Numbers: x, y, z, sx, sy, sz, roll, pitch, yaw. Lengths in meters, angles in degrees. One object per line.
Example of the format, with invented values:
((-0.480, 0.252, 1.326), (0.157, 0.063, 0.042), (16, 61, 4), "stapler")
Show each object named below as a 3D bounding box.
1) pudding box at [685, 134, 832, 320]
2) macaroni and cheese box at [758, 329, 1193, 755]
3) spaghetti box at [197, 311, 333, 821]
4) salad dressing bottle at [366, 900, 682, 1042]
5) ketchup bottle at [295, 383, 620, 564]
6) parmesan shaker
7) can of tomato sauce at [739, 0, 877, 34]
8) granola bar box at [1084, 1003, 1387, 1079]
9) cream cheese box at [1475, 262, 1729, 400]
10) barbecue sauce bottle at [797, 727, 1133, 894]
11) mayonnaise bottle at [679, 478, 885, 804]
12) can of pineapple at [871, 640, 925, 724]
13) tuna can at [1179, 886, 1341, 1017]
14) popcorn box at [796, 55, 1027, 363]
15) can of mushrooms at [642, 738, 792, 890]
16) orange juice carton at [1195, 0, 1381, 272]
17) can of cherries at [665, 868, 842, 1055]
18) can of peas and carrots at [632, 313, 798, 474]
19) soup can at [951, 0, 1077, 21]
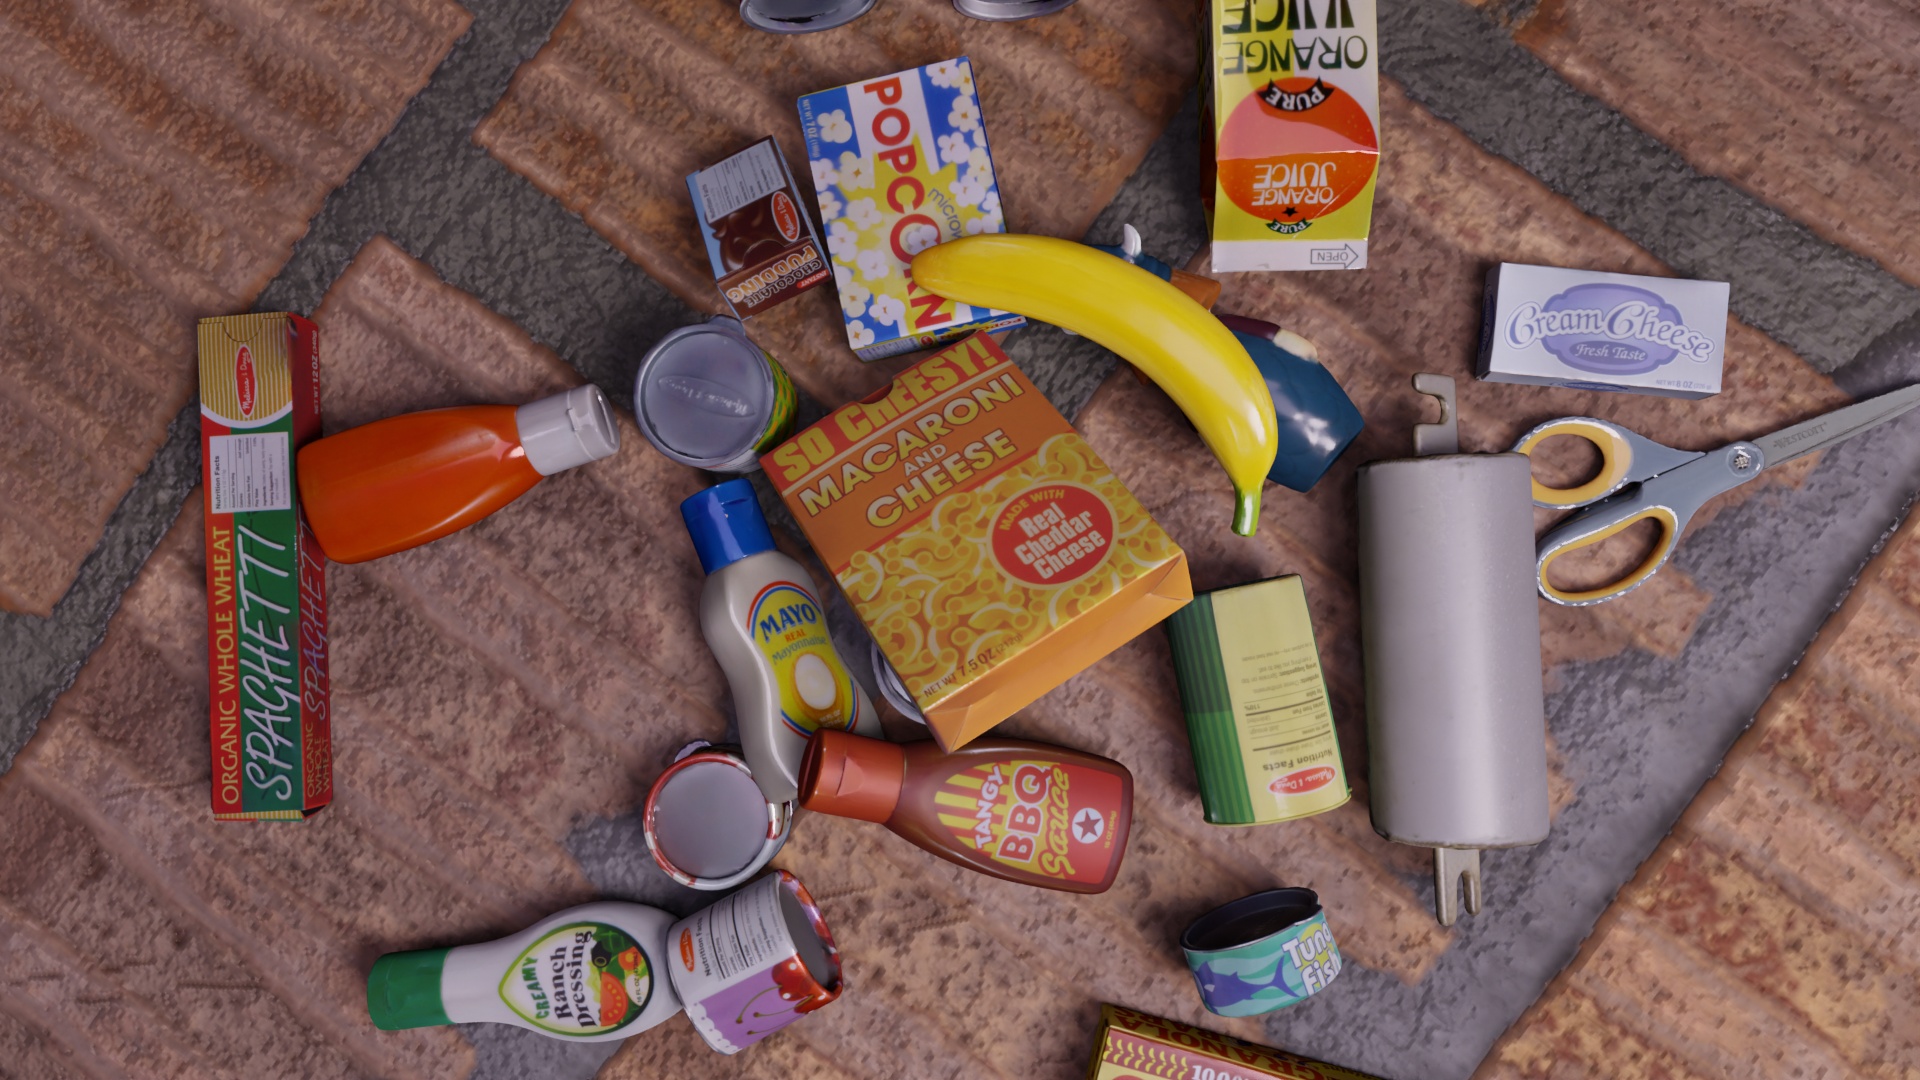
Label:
((-0.096, -0.148, 0.655), (0.049, 0.030, 0.084), (-25, 53, 3), "pudding box")
((0.002, -0.008, 0.604), (0.124, 0.040, 0.167), (-31, 52, -8), "macaroni and cheese box")
((-0.346, 0.013, 0.692), (0.050, 0.028, 0.250), (-3, 88, 5), "spaghetti box")
((-0.206, 0.210, 0.667), (0.148, 0.044, 0.064), (-7, 87, 5), "salad dressing bottle")
((-0.243, -0.038, 0.677), (0.149, 0.043, 0.064), (-17, 88, 4), "ketchup bottle")
((0.135, 0.071, 0.632), (0.071, 0.071, 0.103), (-11, 87, 5), "parmesan shaker")
((-0.078, -0.294, 0.657), (0.071, 0.071, 0.083), (-10, 87, 5), "can of tomato sauce")
((0.132, 0.298, 0.637), (0.166, 0.039, 0.124), (14, 89, 5), "granola bar box")
((0.295, -0.097, 0.642), (0.104, 0.024, 0.053), (6, 88, 5), "cream cheese box")
((0.002, 0.116, 0.625), (0.148, 0.043, 0.065), (15, 83, -18), "barbecue sauce bottle")
((-0.089, 0.045, 0.654), (0.065, 0.041, 0.148), (-19, 84, -40), "mayonnaise bottle")
((-0.006, 0.049, 0.647), (0.071, 0.058, 0.071), (0, 88, 5), "can of pineapple")
((0.137, 0.185, 0.625), (0.071, 0.071, 0.033), (-21, 89, 4), "tuna can")
((-0.022, -0.157, 0.664), (0.085, 0.038, 0.126), (-12, 88, 4), "popcorn box")
((-0.118, 0.130, 0.667), (0.071, 0.033, 0.071), (0, 89, 5), "can of mushrooms")
((0.147, -0.218, 0.634), (0.072, 0.073, 0.192), (-1, 89, 5), "orange juice carton")
((-0.094, 0.197, 0.649), (0.058, 0.071, 0.071), (-29, 87, 3), "can of cherries")
((-0.114, -0.068, 0.659), (0.071, 0.059, 0.071), (0, 88, 5), "can of peas and carrots")
((0.026, -0.297, 0.648), (0.071, 0.071, 0.083), (-7, 88, 5), "soup can")
